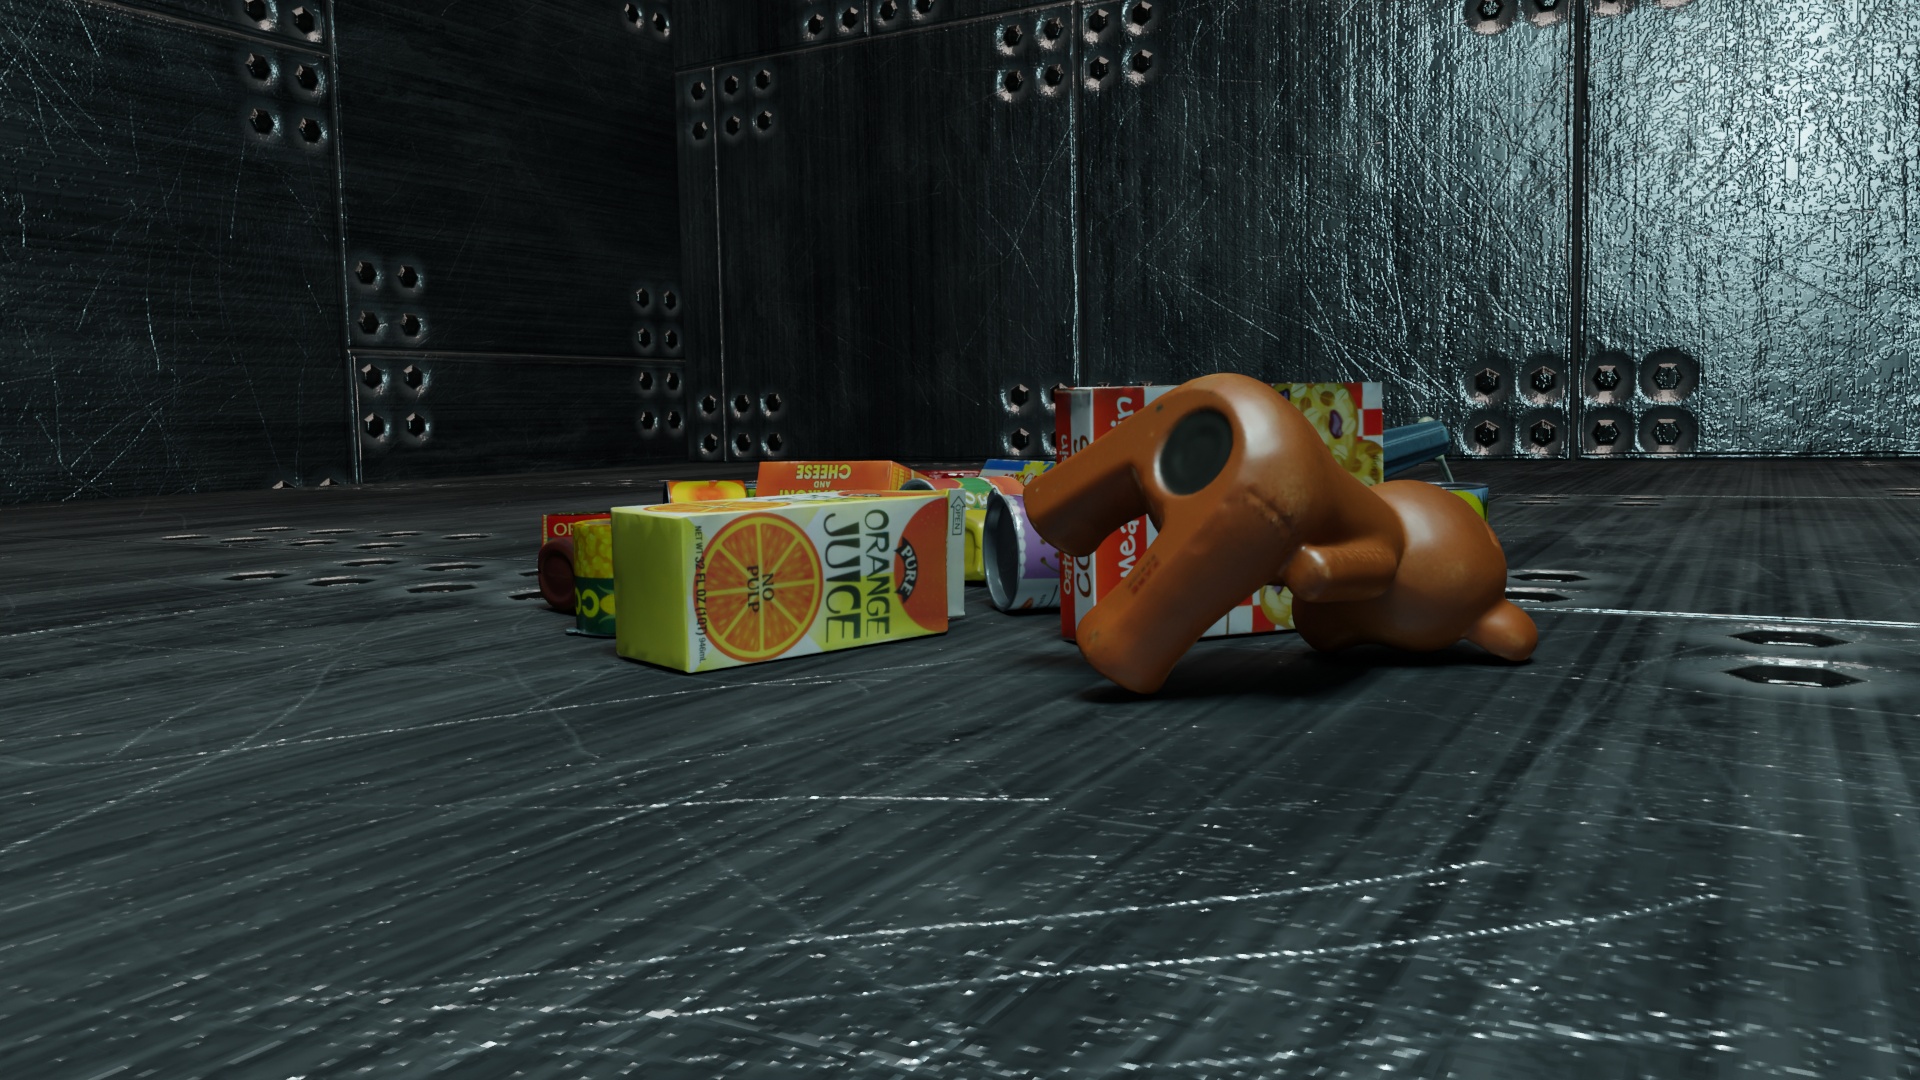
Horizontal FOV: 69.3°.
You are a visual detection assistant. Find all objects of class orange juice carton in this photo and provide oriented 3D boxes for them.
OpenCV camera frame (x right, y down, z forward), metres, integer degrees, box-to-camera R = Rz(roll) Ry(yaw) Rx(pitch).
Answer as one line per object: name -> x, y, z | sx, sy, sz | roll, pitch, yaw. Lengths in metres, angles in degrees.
orange juice carton -> -0.070, 0.014, 0.690 | 0.193, 0.071, 0.073 | -6, 7, -41

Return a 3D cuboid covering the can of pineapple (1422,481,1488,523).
can of pineapple -> 0.321, -0.009, 0.932 | 0.071, 0.057, 0.071 | -1, 5, 0

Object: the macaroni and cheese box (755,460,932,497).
macaroni and cheese box -> -0.063, -0.026, 1.101 | 0.123, 0.040, 0.166 | 1, -9, 29

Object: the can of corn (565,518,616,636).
can of corn -> -0.175, 0.018, 0.742 | 0.071, 0.058, 0.071 | -1, 5, 0

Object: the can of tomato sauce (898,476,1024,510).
can of tomato sauce -> 0.004, -0.013, 1.000 | 0.083, 0.071, 0.071 | -4, 6, -38

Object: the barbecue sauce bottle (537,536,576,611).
barbecue sauce bottle -> -0.180, 0.015, 0.860 | 0.149, 0.043, 0.065 | -5, 6, -40

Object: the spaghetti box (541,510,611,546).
spaghetti box -> -0.164, 0.002, 0.971 | 0.250, 0.050, 0.029 | -1, 3, -1

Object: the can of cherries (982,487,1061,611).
can of cherries -> 0.049, 0.003, 0.785 | 0.058, 0.071, 0.071 | -2, 5, -15

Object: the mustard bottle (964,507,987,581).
mustard bottle -> 0.053, -0.002, 0.957 | 0.161, 0.048, 0.065 | -6, 8, -44

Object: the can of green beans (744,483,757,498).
can of green beans -> -0.166, -0.016, 1.118 | 0.071, 0.057, 0.071 | -1, 5, 0

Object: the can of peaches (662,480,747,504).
can of peaches -> -0.191, -0.014, 1.037 | 0.058, 0.071, 0.071 | -2, 5, -16

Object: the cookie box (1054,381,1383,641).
cookie box -> 0.130, -0.016, 0.690 | 0.168, 0.122, 0.040 | -3, 4, -22

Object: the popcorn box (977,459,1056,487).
popcorn box -> 0.073, -0.030, 1.143 | 0.085, 0.038, 0.126 | 31, -8, -23
